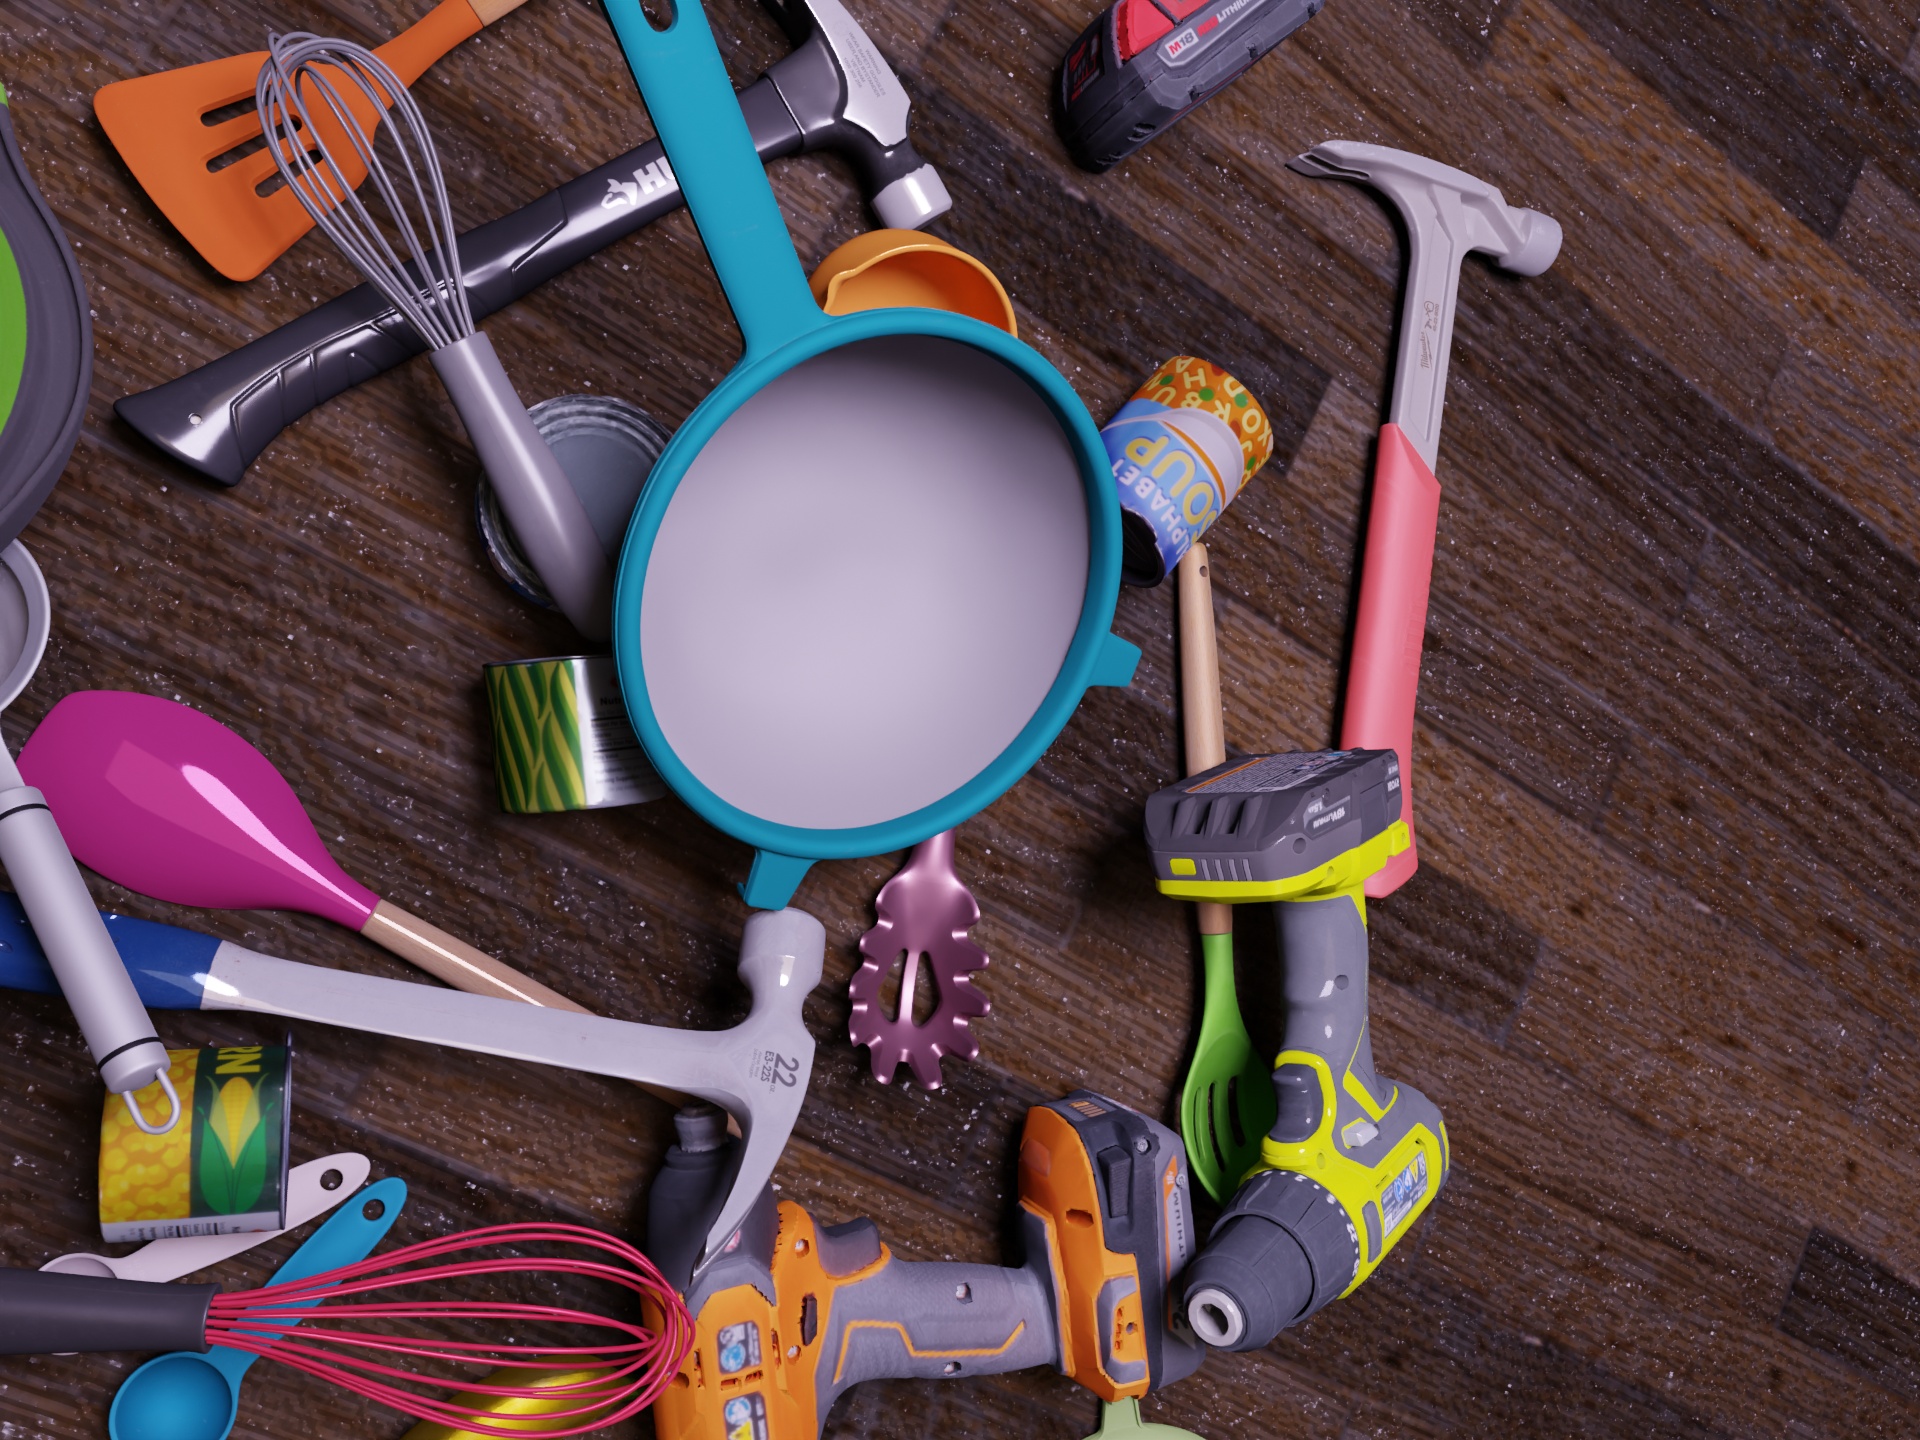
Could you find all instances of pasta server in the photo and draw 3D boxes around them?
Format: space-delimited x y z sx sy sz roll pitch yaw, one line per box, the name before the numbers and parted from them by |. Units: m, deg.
pasta server | -0.001 -0.002 0.692 0.060 0.040 0.316 10 85 -10

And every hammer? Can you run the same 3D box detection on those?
hammer | 0.207 -0.095 0.776 0.149 0.037 0.359 10 86 -21
hammer | -0.170 -0.194 0.628 0.335 0.035 0.146 -35 103 -18
hammer | -0.250 0.095 0.551 0.405 0.035 0.144 13 49 -12

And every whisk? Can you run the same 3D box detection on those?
whisk | -0.242 0.210 0.559 0.295 0.073 0.073 6 88 -10
whisk | -0.184 -0.135 0.581 0.055 0.055 0.239 -30 105 -19

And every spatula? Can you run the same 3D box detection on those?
spatula | -0.167 -0.287 0.606 0.322 0.041 0.081 -36 103 -4

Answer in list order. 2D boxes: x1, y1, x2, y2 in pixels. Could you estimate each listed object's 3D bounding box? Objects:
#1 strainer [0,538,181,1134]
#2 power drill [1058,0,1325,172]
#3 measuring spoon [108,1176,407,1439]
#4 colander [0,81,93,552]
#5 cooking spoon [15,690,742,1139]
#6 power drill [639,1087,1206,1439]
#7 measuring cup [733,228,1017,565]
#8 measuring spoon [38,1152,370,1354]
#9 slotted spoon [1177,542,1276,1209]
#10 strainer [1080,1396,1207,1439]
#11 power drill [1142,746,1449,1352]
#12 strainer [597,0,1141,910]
strainer | -0.317 0.025 0.527 0.087 0.050 0.258 -31 75 -12
power drill | 0.031 -0.358 0.688 0.188 0.080 0.226 -39 100 -17
measuring spoon | -0.262 0.223 0.602 0.042 0.021 0.129 49 64 -12
colander | -0.400 -0.047 0.467 0.204 0.094 0.397 9 79 -7
cooking spoon | -0.207 0.088 0.619 0.318 0.017 0.069 34 80 -18
power drill | -0.019 0.221 0.657 0.226 0.084 0.164 -8 93 -21
measuring cup | -0.054 -0.129 0.670 0.095 0.052 0.173 36 103 -33
measuring spoon | -0.282 0.195 0.594 0.124 0.018 0.034 -23 79 -27
slotted spoon | 0.119 0.073 0.745 0.070 0.031 0.314 -3 88 -39
strainer | 0.125 0.434 0.722 0.256 0.069 0.151 41 76 -15
power drill | 0.142 0.137 0.683 0.190 0.080 0.228 -16 100 -52
strainer | -0.067 -0.109 0.585 0.211 0.095 0.340 -32 124 -17
